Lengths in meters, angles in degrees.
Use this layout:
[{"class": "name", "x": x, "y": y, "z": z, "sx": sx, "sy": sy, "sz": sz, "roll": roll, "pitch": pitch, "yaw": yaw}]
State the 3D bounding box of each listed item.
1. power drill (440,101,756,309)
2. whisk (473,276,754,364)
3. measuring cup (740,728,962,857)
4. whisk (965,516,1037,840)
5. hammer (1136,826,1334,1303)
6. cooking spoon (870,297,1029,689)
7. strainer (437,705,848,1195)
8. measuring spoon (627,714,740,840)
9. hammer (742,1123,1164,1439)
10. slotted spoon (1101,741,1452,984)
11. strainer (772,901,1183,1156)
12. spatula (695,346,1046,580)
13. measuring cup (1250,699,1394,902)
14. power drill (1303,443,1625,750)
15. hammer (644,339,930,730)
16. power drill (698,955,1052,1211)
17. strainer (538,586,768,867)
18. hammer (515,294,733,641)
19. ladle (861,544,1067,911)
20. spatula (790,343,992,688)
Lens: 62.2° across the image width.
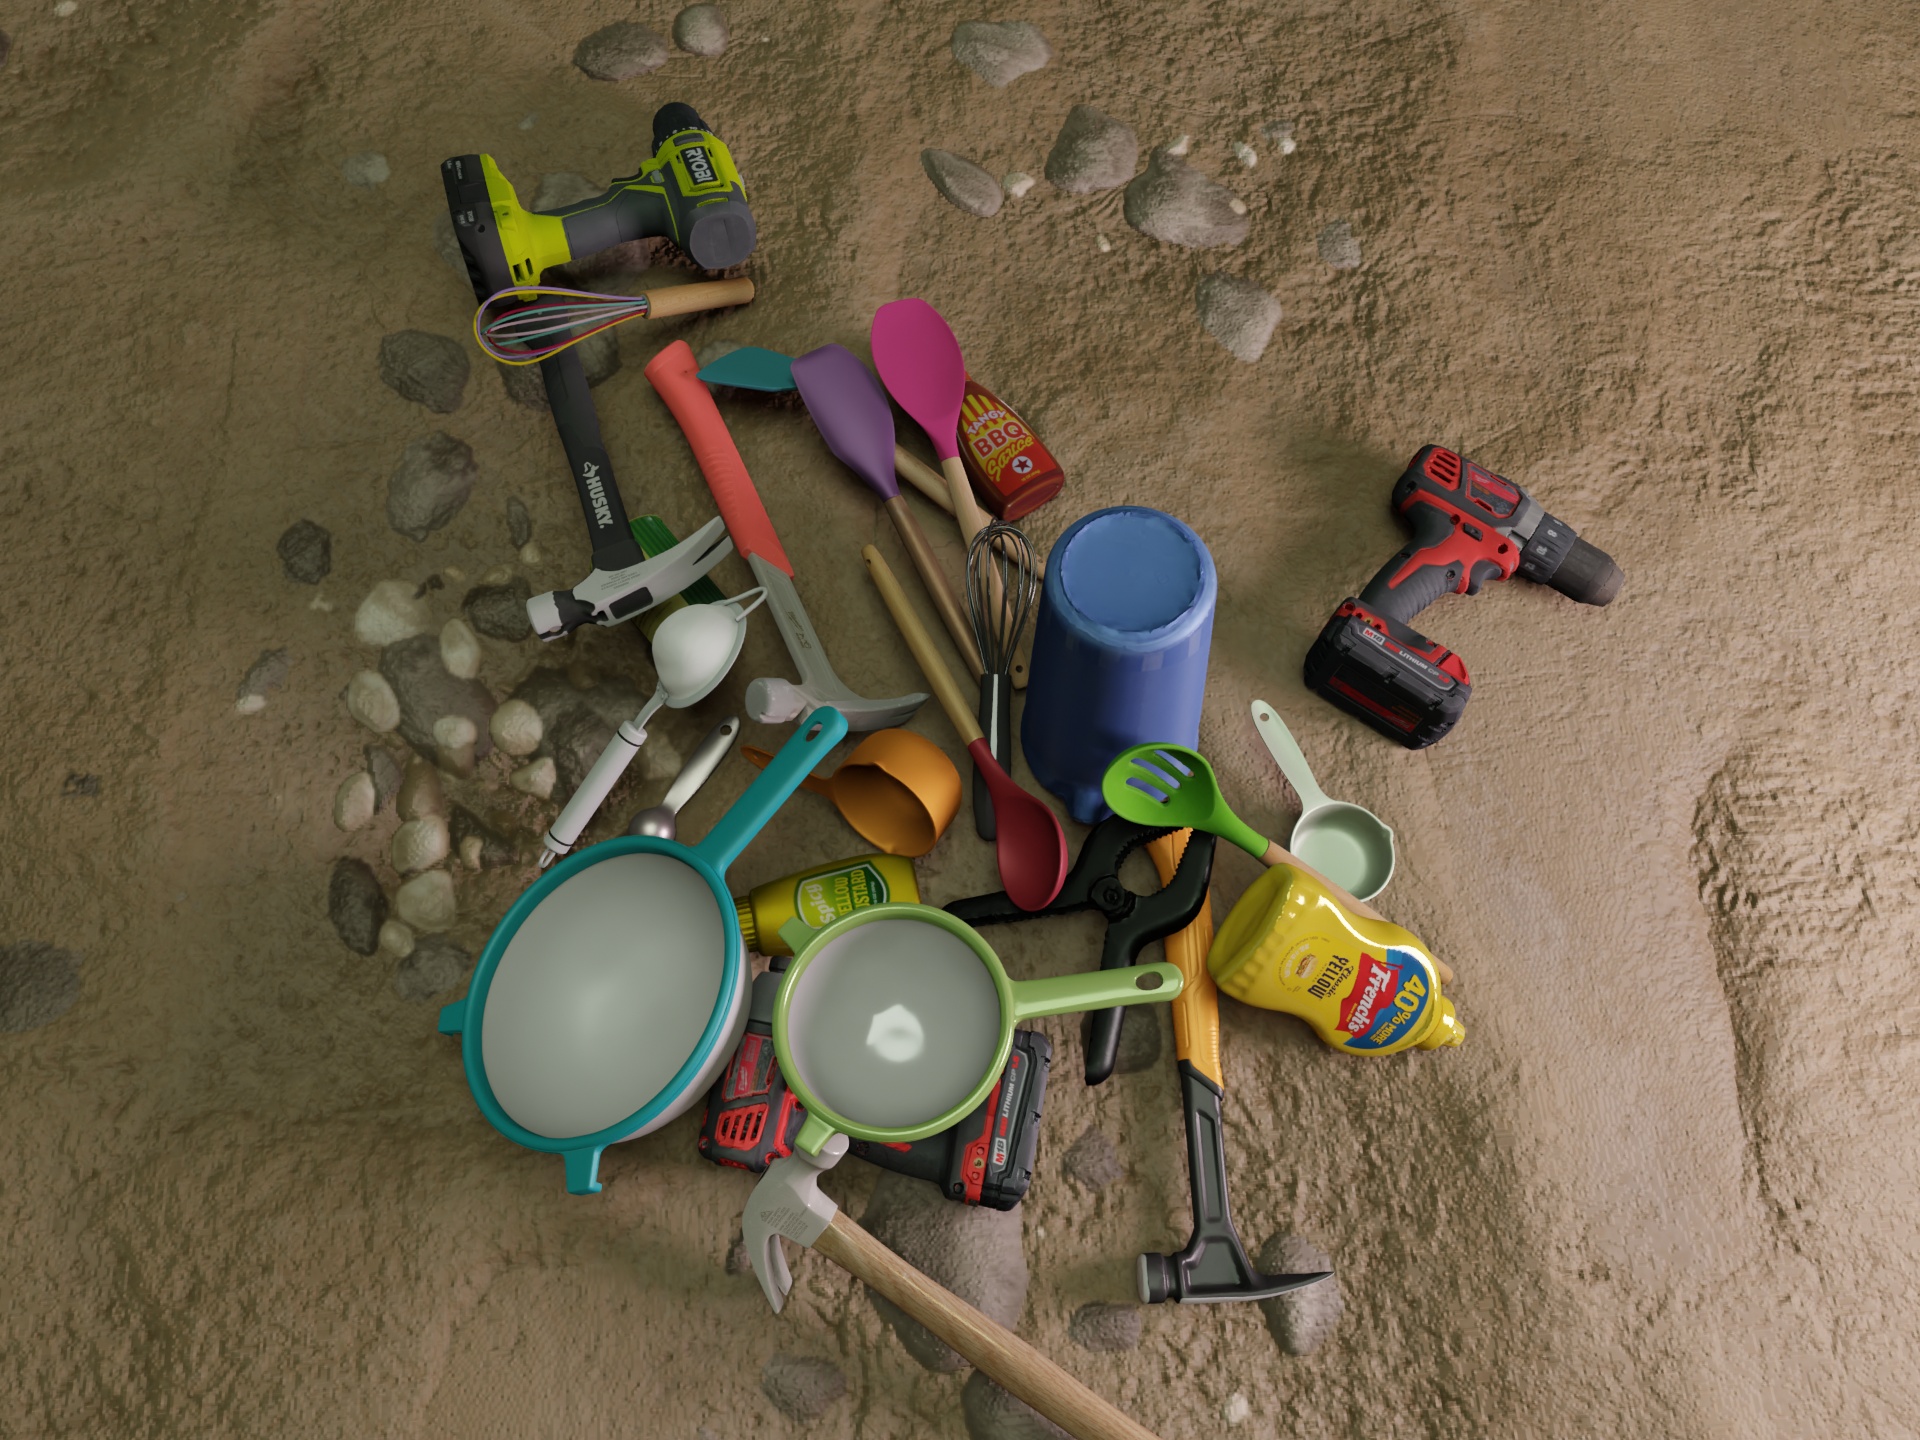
[{"class": "power drill", "x": -0.292, "y": -0.423, "z": 1.284, "sx": 0.228, "sy": 0.080, "sz": 0.191, "roll": -16, "pitch": 53, "yaw": -10}, {"class": "whisk", "x": -0.265, "y": -0.315, "z": 1.236, "sx": 0.245, "sy": 0.051, "sz": 0.047, "roll": -21, "pitch": 74, "yaw": -37}, {"class": "measuring cup", "x": -0.077, "y": 0.035, "z": 1.146, "sx": 0.174, "sy": 0.095, "sz": 0.052, "roll": 20, "pitch": 49, "yaw": 27}, {"class": "whisk", "x": 0.026, "y": -0.031, "z": 1.166, "sx": 0.055, "sy": 0.055, "sz": 0.239, "roll": 3, "pitch": 85, "yaw": -3}, {"class": "hammer", "x": 0.173, "y": 0.224, "z": 1.104, "sx": 0.127, "sy": 0.034, "sz": 0.337, "roll": -2, "pitch": 70, "yaw": -3}, {"class": "cooking spoon", "x": -0.001, "y": -0.175, "z": 1.217, "sx": 0.068, "sy": 0.017, "sz": 0.319, "roll": -16, "pitch": 83, "yaw": -13}, {"class": "strainer", "x": -0.174, "y": 0.140, "z": 1.055, "sx": 0.211, "sy": 0.095, "sz": 0.340, "roll": 34, "pitch": 80, "yaw": 38}, {"class": "measuring spoon", "x": -0.199, "y": 0.043, "z": 1.156, "sx": 0.034, "sy": 0.018, "sz": 0.124, "roll": 31, "pitch": 70, "yaw": 8}, {"class": "hammer", "x": 0.005, "y": 0.390, "z": 1.008, "sx": 0.331, "sy": 0.031, "sz": 0.130, "roll": 36, "pitch": 114, "yaw": 0}, {"class": "slotted spoon", "x": 0.225, "y": 0.103, "z": 1.096, "sx": 0.313, "sy": 0.070, "sz": 0.031, "roll": 34, "pitch": 28, "yaw": -17}, {"class": "strainer", "x": 0.012, "y": 0.188, "z": 1.007, "sx": 0.256, "sy": 0.069, "sz": 0.152, "roll": -8, "pitch": 64, "yaw": -2}, {"class": "spatula", "x": -0.059, "y": -0.203, "z": 1.247, "sx": 0.317, "sy": 0.044, "sz": 0.082, "roll": 38, "pitch": 39, "yaw": 2}, {"class": "measuring cup", "x": 0.253, "y": 0.062, "z": 1.169, "sx": 0.083, "sy": 0.038, "sz": 0.168, "roll": -22, "pitch": 71, "yaw": -11}, {"class": "power drill", "x": 0.386, "y": -0.088, "z": 1.214, "sx": 0.188, "sy": 0.080, "sz": 0.227, "roll": 33, "pitch": 68, "yaw": 8}, {"class": "hammer", "x": -0.151, "y": -0.145, "z": 1.202, "sx": 0.149, "sy": 0.036, "sz": 0.359, "roll": -1, "pitch": 55, "yaw": -43}, {"class": "power drill", "x": -0.055, "y": 0.243, "z": 1.064, "sx": 0.219, "sy": 0.078, "sz": 0.143, "roll": 10, "pitch": 69, "yaw": 3}, {"class": "strainer", "x": -0.225, "y": 0.002, "z": 1.107, "sx": 0.258, "sy": 0.050, "sz": 0.087, "roll": -54, "pitch": 38, "yaw": 11}, {"class": "hammer", "x": -0.276, "y": -0.207, "z": 1.187, "sx": 0.146, "sy": 0.035, "sz": 0.335, "roll": -21, "pitch": 55, "yaw": -4}, {"class": "ladle", "x": -0.002, "y": -0.004, "z": 1.142, "sx": 0.031, "sy": 0.069, "sz": 0.316, "roll": -3, "pitch": 56, "yaw": -45}, {"class": "spatula", "x": -0.038, "y": -0.146, "z": 1.207, "sx": 0.060, "sy": 0.018, "sz": 0.316, "roll": -26, "pitch": 84, "yaw": -10}]
